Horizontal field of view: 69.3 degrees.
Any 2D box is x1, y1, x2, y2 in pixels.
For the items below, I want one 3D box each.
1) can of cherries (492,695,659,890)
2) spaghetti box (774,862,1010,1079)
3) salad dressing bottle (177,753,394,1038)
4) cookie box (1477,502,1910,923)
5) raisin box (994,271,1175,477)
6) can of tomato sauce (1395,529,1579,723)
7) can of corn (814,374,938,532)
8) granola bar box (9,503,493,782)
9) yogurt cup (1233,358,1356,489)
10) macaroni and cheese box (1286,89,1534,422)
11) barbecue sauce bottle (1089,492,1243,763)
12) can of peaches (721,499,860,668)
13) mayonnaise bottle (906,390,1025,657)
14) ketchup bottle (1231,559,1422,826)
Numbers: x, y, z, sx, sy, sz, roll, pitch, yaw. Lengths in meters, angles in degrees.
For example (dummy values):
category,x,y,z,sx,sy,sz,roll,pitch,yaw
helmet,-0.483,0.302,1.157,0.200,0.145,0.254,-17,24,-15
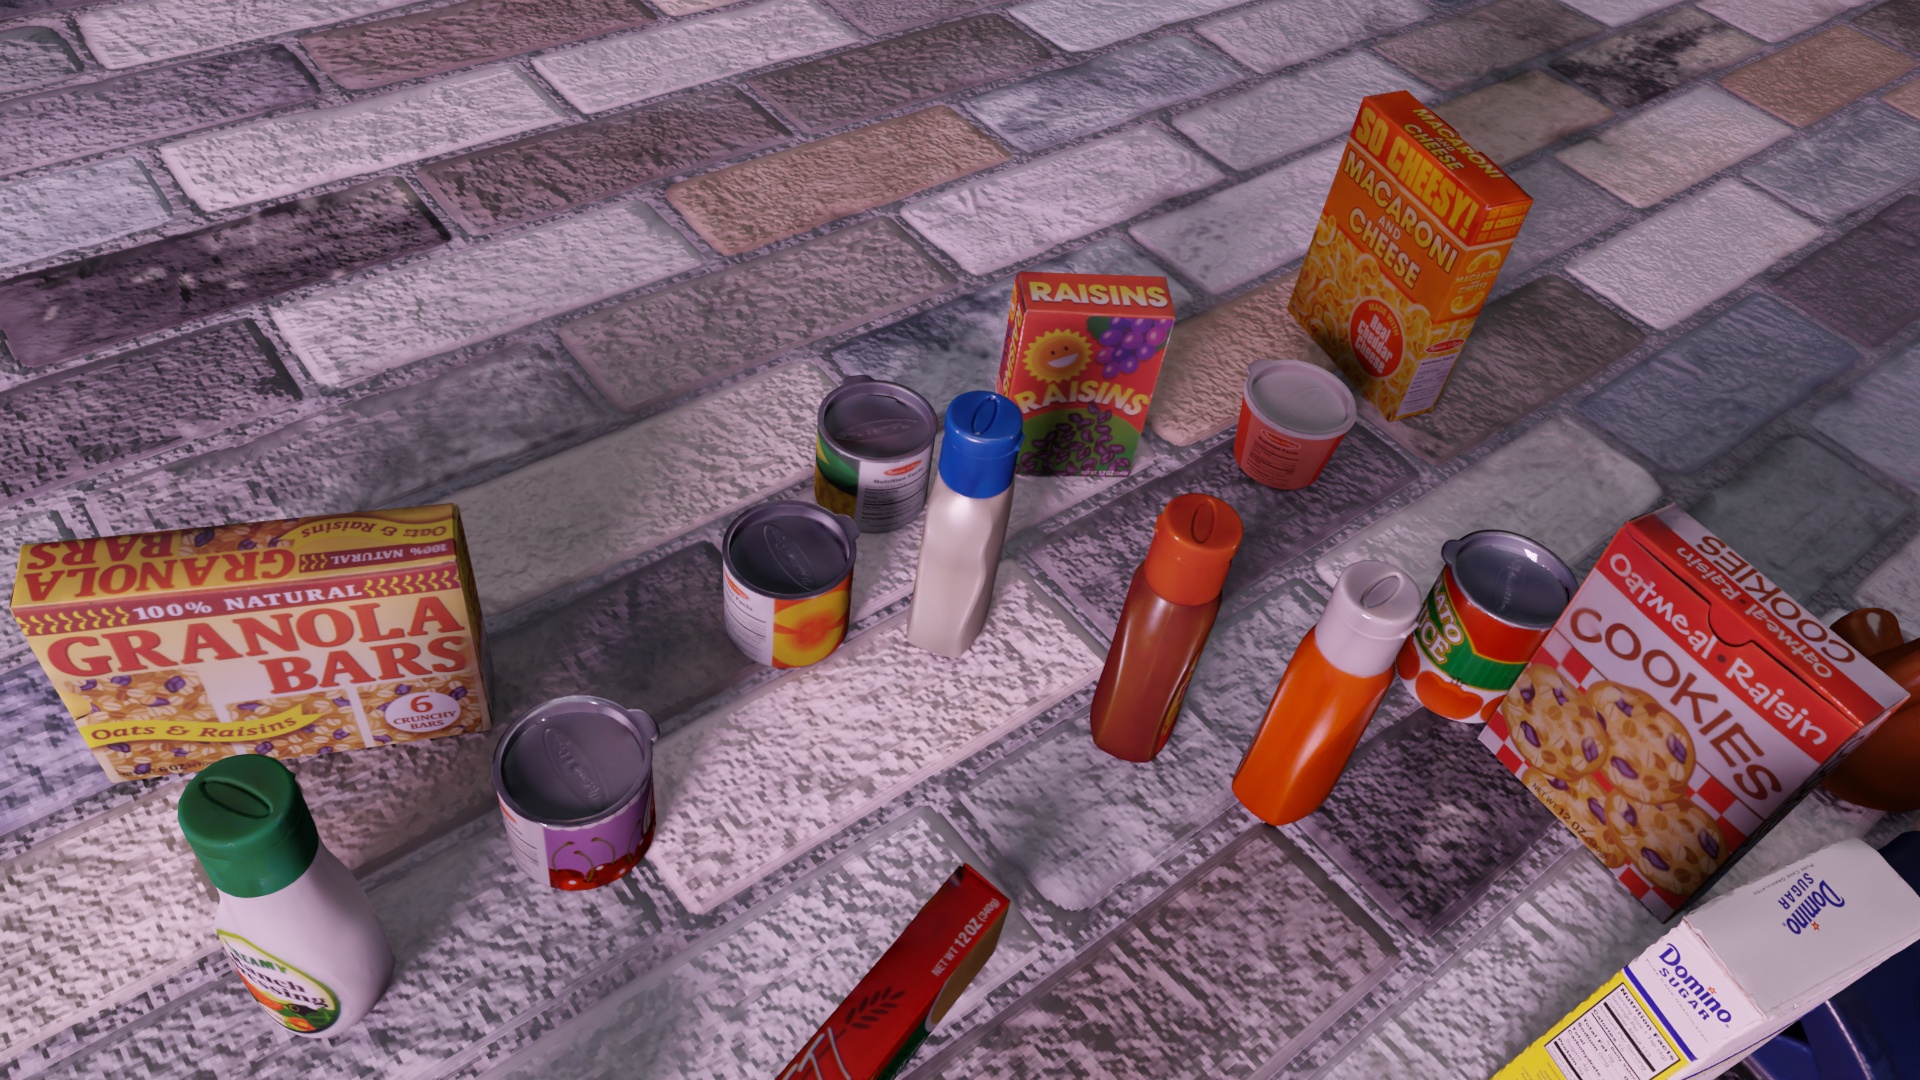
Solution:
category,x,y,z,sx,sy,sz,roll,pitch,yaw
can of cherries,-0.166,0.111,0.612,0.071,0.058,0.072,5,47,-5
spaghetti box,-0.065,0.226,0.527,0.029,0.049,0.251,32,51,19
salad dressing bottle,-0.250,0.134,0.516,0.064,0.146,0.044,22,48,11
cookie box,0.328,0.083,0.645,0.040,0.166,0.123,-21,54,-26
raisin box,0.067,-0.093,0.795,0.086,0.122,0.040,1,47,-8
can of tomato sauce,0.272,0.046,0.727,0.071,0.082,0.071,5,47,-5
can of corn,-0.049,-0.049,0.779,0.071,0.058,0.071,5,47,-5
granola bar box,-0.297,0.046,0.605,0.166,0.123,0.039,-7,49,-15
yogurt cup,0.199,-0.068,0.840,0.072,0.053,0.073,5,47,-5
macaroni and cheese box,0.278,-0.179,0.879,0.040,0.165,0.124,-14,51,-21
barbecue sauce bottle,0.097,0.041,0.659,0.044,0.147,0.065,18,47,7
can of peaches,-0.086,0.022,0.708,0.071,0.057,0.071,5,47,-5
mayonnaise bottle,0.002,-0.009,0.689,0.041,0.147,0.065,17,47,7
ketchup bottle,0.171,0.071,0.643,0.043,0.148,0.065,39,53,24
